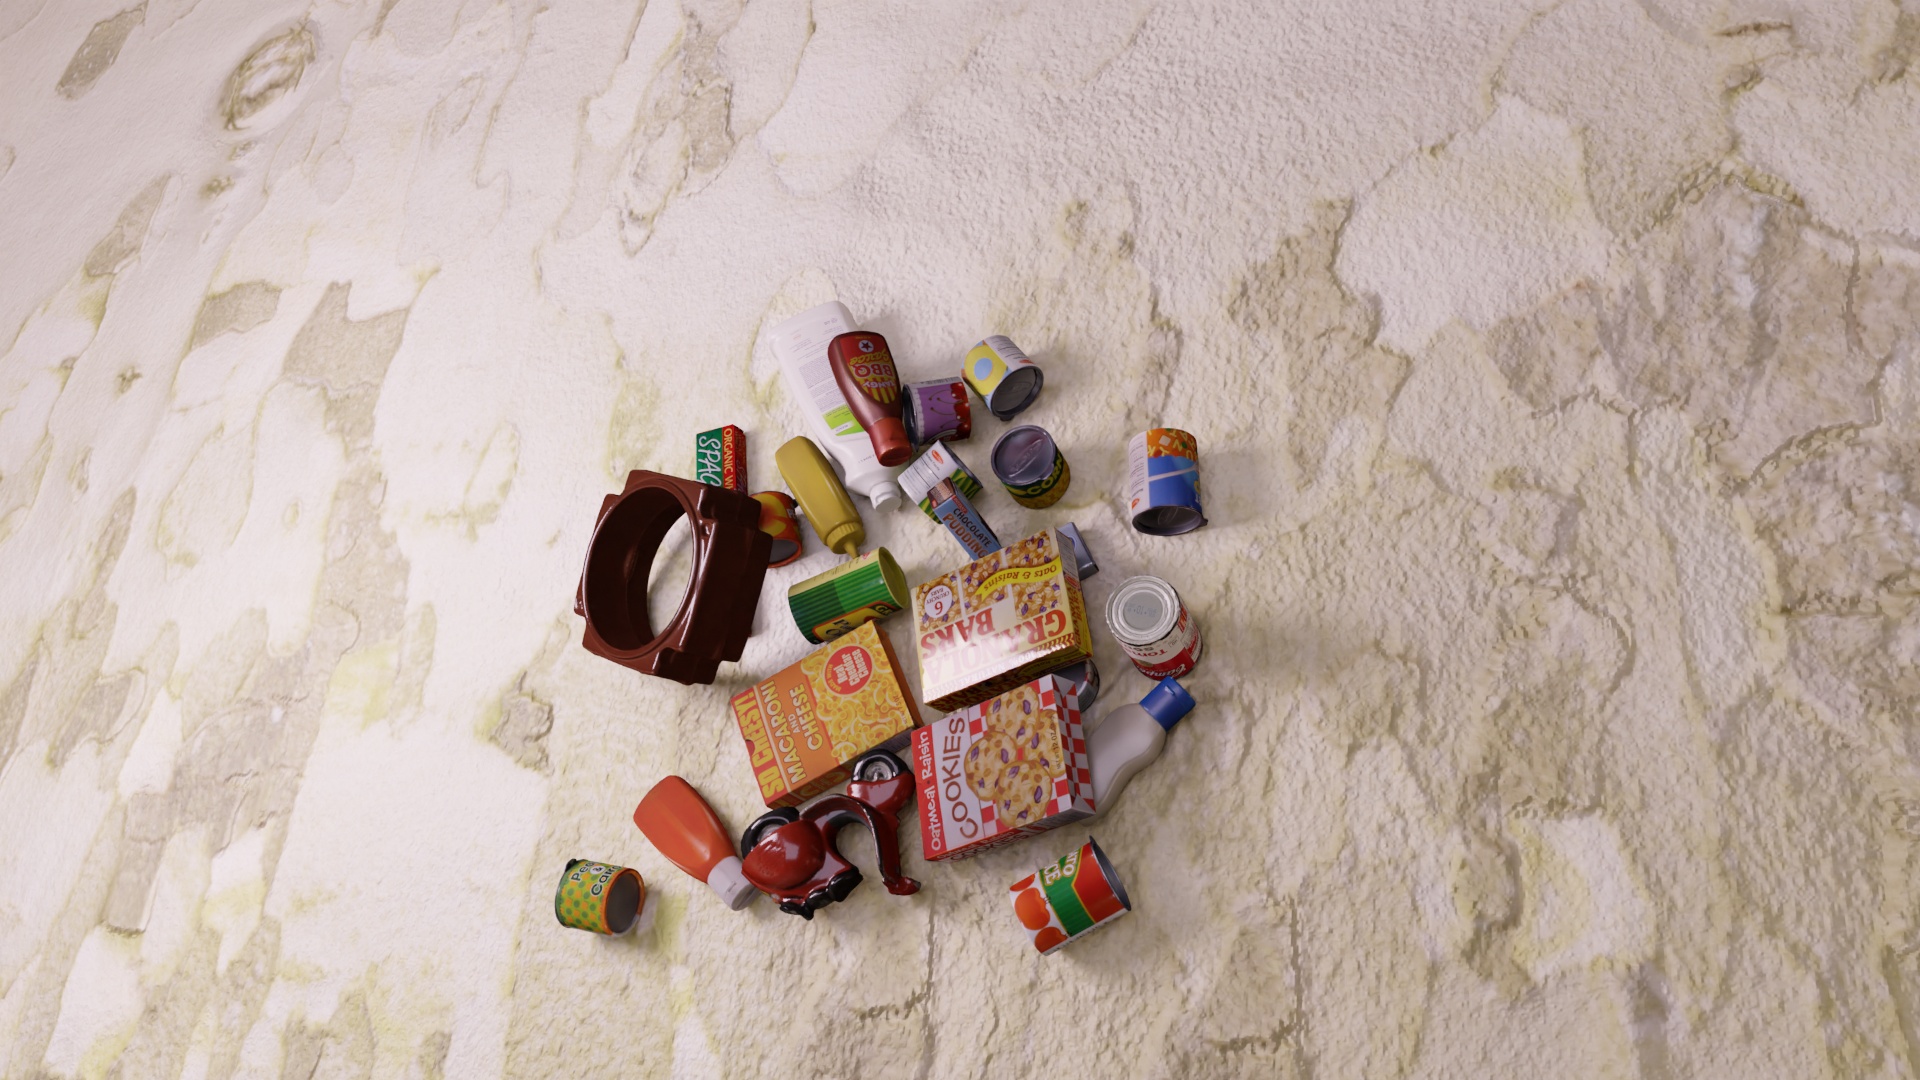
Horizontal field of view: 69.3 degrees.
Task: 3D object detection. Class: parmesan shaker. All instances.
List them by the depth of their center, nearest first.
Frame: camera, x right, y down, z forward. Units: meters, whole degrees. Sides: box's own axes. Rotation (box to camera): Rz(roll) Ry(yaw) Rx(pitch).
[{"bbox_3d":[-0.110,0.056,1.381,0.103,0.071,0.071,-23,60,13],"label":"parmesan shaker"}]

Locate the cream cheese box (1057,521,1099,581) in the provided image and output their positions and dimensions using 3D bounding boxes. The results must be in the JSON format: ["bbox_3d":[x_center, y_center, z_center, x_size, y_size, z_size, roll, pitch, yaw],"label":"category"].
[{"bbox_3d":[0.076,0.029,1.342,0.104,0.024,0.053,-28,60,7],"label":"cream cheese box"}]

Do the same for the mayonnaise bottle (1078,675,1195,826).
[{"bbox_3d":[0.144,0.183,1.234,0.148,0.041,0.065,-43,56,-3],"label":"mayonnaise bottle"}]

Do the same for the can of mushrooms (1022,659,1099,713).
[{"bbox_3d":[0.092,0.126,1.285,0.071,0.033,0.071,-9,64,18],"label":"can of mushrooms"}]

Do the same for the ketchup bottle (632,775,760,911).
[{"bbox_3d":[-0.250,0.294,1.336,0.149,0.043,0.065,38,85,31],"label":"ketchup bottle"}]

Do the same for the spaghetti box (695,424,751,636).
[{"bbox_3d":[-0.255,-0.011,1.489,0.050,0.028,0.251,-14,62,15],"label":"spaghetti box"}]

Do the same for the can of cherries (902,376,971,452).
[{"bbox_3d":[-0.024,-0.129,1.424,0.058,0.071,0.072,-10,60,-12],"label":"can of cherries"}]

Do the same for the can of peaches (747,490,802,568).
[{"bbox_3d":[-0.199,-0.011,1.446,0.071,0.071,0.058,-21,61,12],"label":"can of peaches"}]

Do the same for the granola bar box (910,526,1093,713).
[{"bbox_3d":[0.036,0.076,1.293,0.165,0.039,0.125,-24,56,26],"label":"granola bar box"}]

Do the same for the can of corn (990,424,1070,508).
[{"bbox_3d":[0.072,-0.071,1.371,0.071,0.058,0.071,-9,64,18],"label":"can of corn"}]

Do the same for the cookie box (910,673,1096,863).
[{"bbox_3d":[0.033,0.205,1.237,0.167,0.040,0.123,-26,57,32],"label":"cookie box"}]

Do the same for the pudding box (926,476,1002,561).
[{"bbox_3d":[0.005,-0.017,1.351,0.030,0.083,0.050,-36,24,6],"label":"pudding box"}]

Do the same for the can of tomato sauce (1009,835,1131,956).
[{"bbox_3d":[0.092,0.303,1.183,0.083,0.071,0.071,-31,59,7],"label":"can of tomato sauce"}]

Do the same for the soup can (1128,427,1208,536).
[{"bbox_3d":[0.196,-0.055,1.312,0.071,0.071,0.084,-8,64,18],"label":"soup can"}]

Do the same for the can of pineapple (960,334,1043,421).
[{"bbox_3d":[0.041,-0.167,1.424,0.071,0.071,0.058,-40,58,0],"label":"can of pineapple"}]

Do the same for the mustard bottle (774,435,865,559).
[{"bbox_3d":[-0.138,-0.035,1.435,0.049,0.065,0.161,-35,63,5],"label":"mustard bottle"}]

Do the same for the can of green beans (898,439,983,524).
[{"bbox_3d":[-0.020,-0.058,1.394,0.058,0.071,0.071,-42,58,6],"label":"can of green beans"}]

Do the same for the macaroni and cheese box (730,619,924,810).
[{"bbox_3d":[-0.130,0.171,1.348,0.166,0.040,0.124,-29,58,6],"label":"macaroni and cheese box"}]

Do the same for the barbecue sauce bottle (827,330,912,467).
[{"bbox_3d":[-0.087,-0.144,1.415,0.065,0.043,0.149,-5,59,-27],"label":"barbecue sauce bottle"}]

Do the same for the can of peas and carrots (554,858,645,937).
[{"bbox_3d":[-0.346,0.342,1.336,0.059,0.070,0.071,4,68,22],"label":"can of peas and carrots"}]
